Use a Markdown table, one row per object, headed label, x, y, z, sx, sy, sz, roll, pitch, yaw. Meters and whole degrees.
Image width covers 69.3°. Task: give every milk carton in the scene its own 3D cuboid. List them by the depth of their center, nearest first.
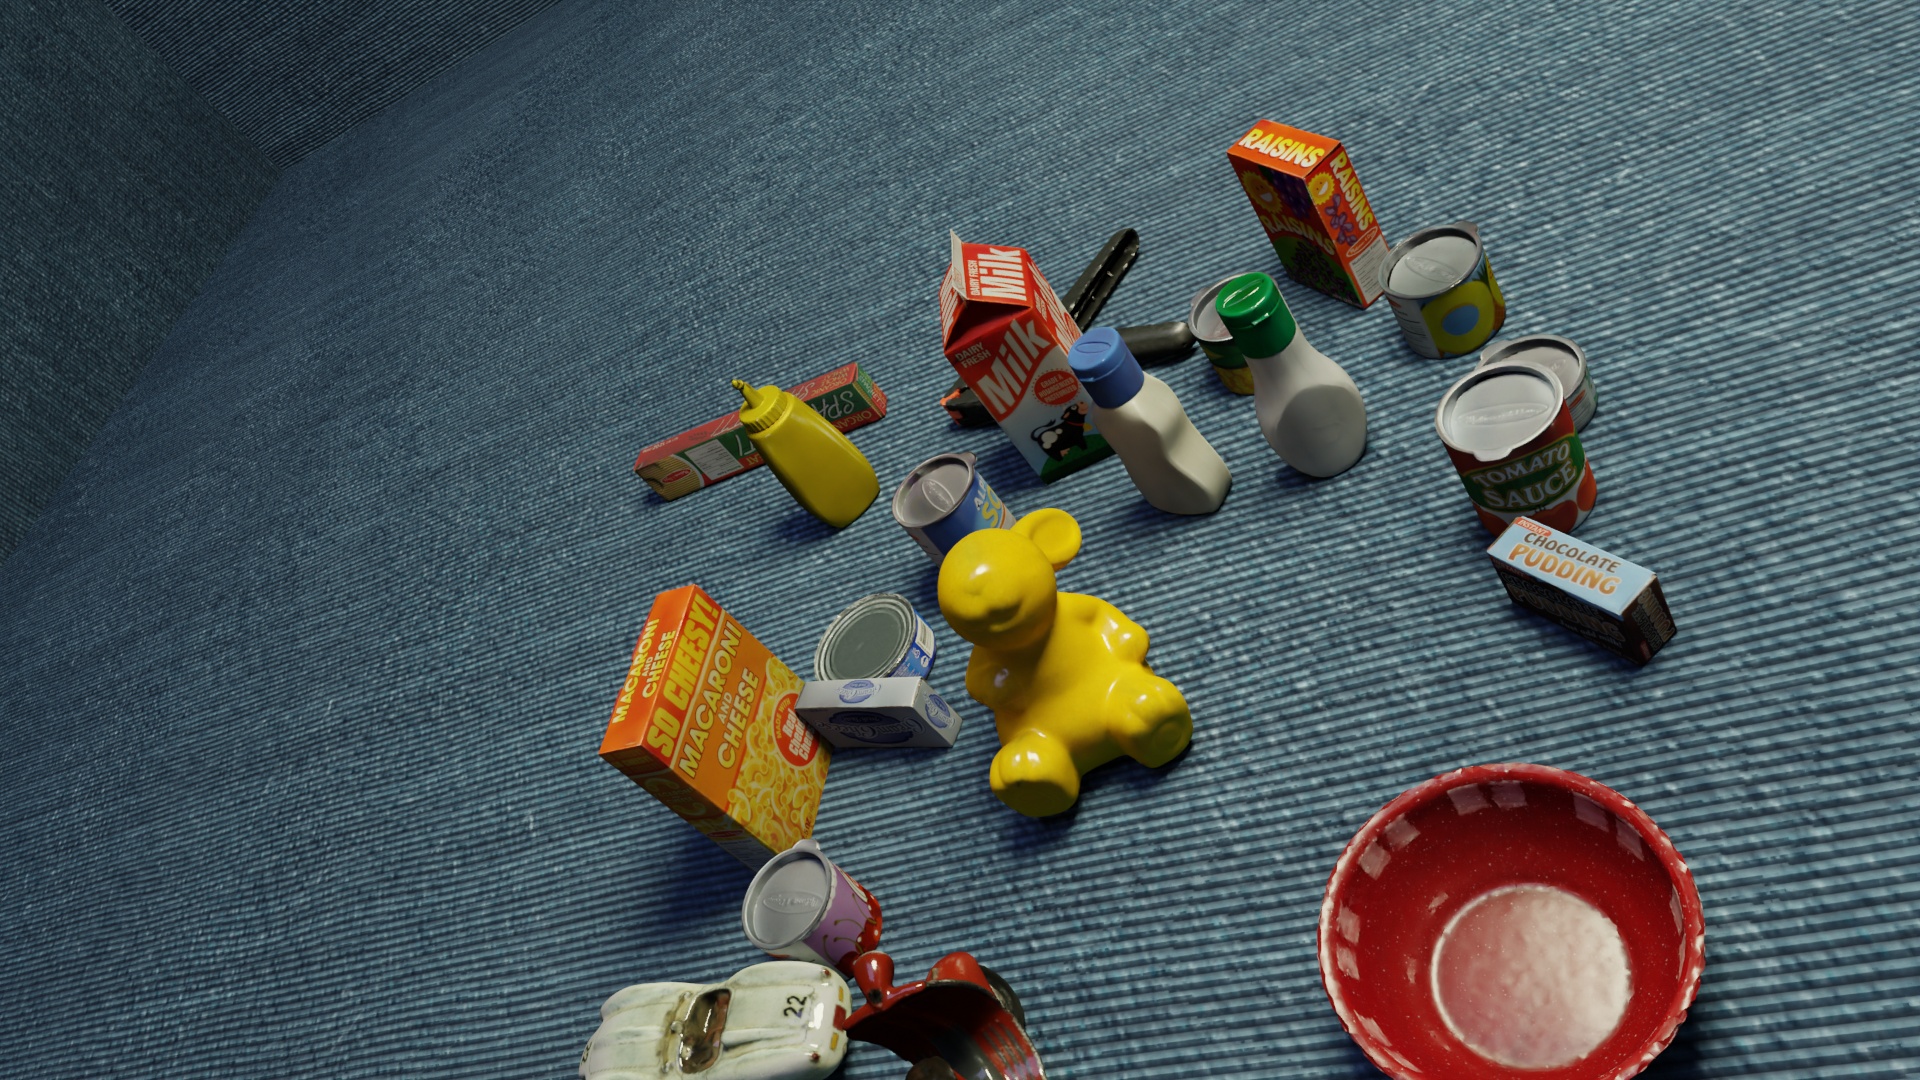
| label | x | y | z | sx | sy | sz | roll | pitch | yaw |
| --- | --- | --- | --- | --- | --- | --- | --- | --- | --- |
| milk carton | 0.043 | -0.133 | 0.984 | 0.073 | 0.190 | 0.073 | -25 | 41 | 19 |

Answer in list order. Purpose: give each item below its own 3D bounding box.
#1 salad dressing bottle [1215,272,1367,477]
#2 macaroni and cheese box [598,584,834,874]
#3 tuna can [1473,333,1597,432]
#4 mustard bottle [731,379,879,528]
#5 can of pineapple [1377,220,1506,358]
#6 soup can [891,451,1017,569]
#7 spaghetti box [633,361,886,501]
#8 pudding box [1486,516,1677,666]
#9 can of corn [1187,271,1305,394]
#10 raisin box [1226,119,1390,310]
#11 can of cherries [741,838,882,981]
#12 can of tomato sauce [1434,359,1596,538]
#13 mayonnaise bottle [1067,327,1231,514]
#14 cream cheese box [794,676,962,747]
| label | x | y | z | sx | sy | sz | roll | pitch | yaw |
| --- | --- | --- | --- | --- | --- | --- | --- | --- | --- |
| salad dressing bottle | 0.203 | -0.101 | 0.855 | 0.064 | 0.147 | 0.044 | -32 | 39 | 11 |
| macaroni and cheese box | -0.153 | 0.127 | 0.911 | 0.040 | 0.166 | 0.124 | -15 | 45 | 29 |
| tuna can | 0.338 | -0.089 | 0.824 | 0.071 | 0.032 | 0.071 | -22 | 41 | 22 |
| mustard bottle | -0.129 | -0.077 | 1.096 | 0.065 | 0.159 | 0.049 | -45 | 38 | -6 |
| can of pineapple | 0.313 | -0.161 | 0.895 | 0.071 | 0.057 | 0.071 | -23 | 41 | 22 |
| soup can | 0.004 | -0.012 | 0.985 | 0.071 | 0.083 | 0.072 | -23 | 41 | 22 |
| spaghetti box | -0.181 | -0.095 | 1.245 | 0.249 | 0.050 | 0.029 | -19 | 43 | 25 |
| pudding box | 0.319 | 0.024 | 0.716 | 0.030 | 0.049 | 0.084 | -46 | 38 | -6 |
| can of corn | 0.200 | -0.145 | 0.973 | 0.071 | 0.058 | 0.071 | -23 | 41 | 22 |
| raisin box | 0.245 | -0.226 | 0.962 | 0.040 | 0.123 | 0.086 | -43 | 38 | -2 |
| can of cherries | -0.088 | 0.227 | 0.847 | 0.071 | 0.058 | 0.072 | -23 | 41 | 22 |
| can of tomato sauce | 0.308 | -0.046 | 0.767 | 0.071 | 0.083 | 0.071 | -23 | 41 | 22 |
| mayonnaise bottle | 0.119 | -0.075 | 0.899 | 0.065 | 0.147 | 0.041 | 8 | 58 | 44 |
| cream cheese box | -0.055 | 0.116 | 0.933 | 0.103 | 0.053 | 0.024 | -7 | 49 | 35 |
